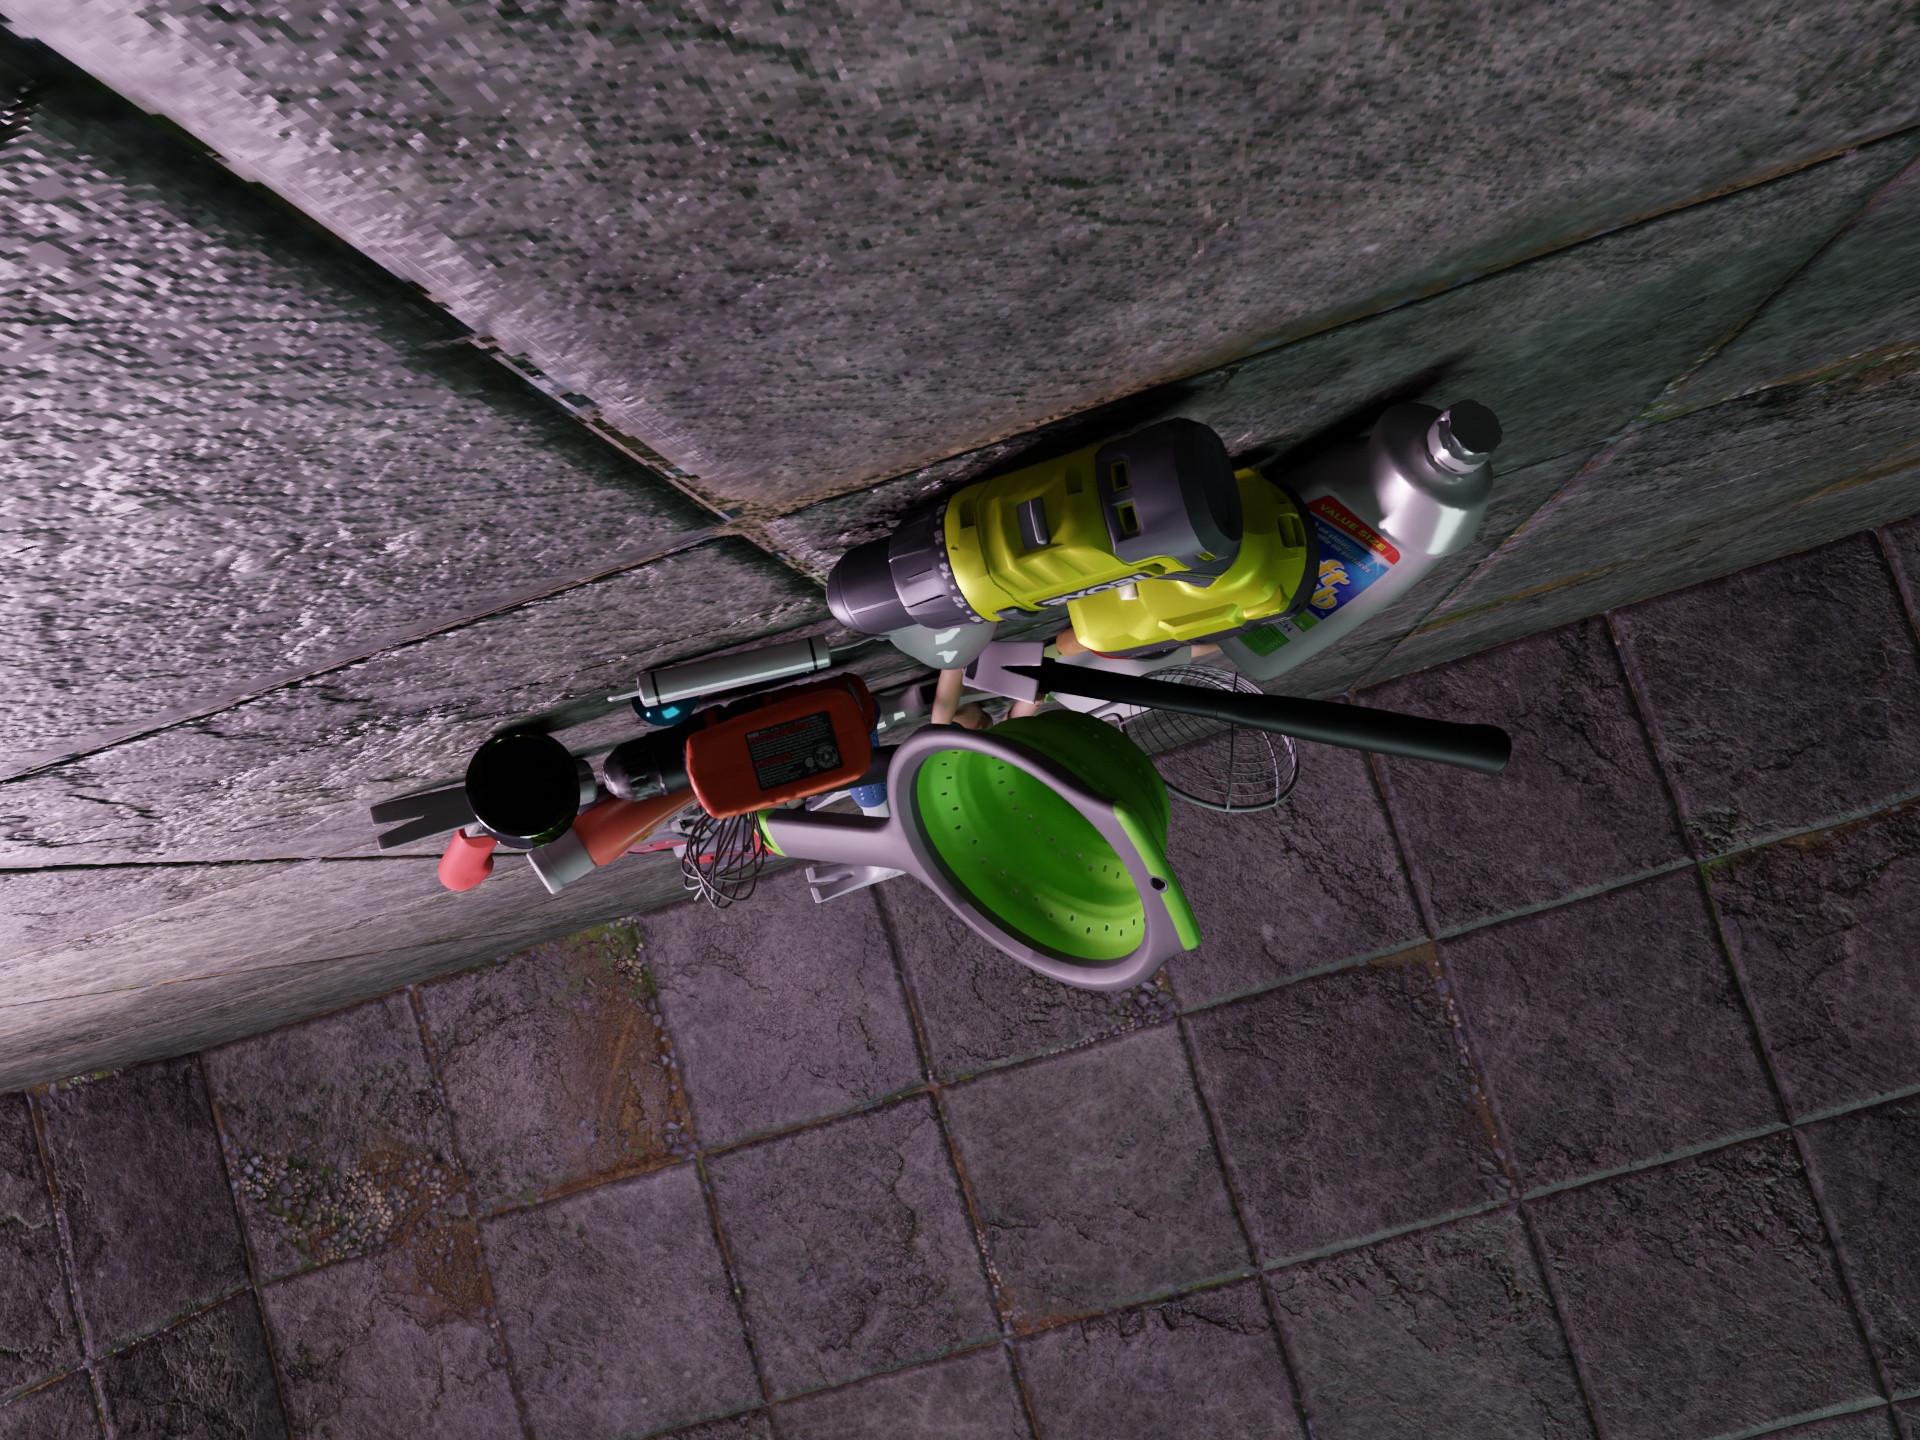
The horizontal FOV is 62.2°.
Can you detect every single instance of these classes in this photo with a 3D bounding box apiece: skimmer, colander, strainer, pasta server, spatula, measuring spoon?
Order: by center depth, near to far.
[{"bbox_3d":[-0.073,-0.039,0.908,0.258,0.050,0.087,-13,-176,-7],"label":"strainer"},{"bbox_3d":[-0.141,-0.016,0.988,0.128,0.021,0.042,-12,172,-30],"label":"measuring spoon"},{"bbox_3d":[0.006,0.060,1.037,0.397,0.204,0.094,1,-142,47],"label":"colander"},{"bbox_3d":[0.046,0.035,1.105,0.363,0.090,0.127,-12,-142,21],"label":"skimmer"},{"bbox_3d":[-0.002,-0.004,1.166,0.082,0.044,0.317,-49,171,-18],"label":"spatula"},{"bbox_3d":[0.046,0.010,1.346,0.060,0.040,0.316,-28,175,-9],"label":"pasta server"},{"bbox_3d":[0.118,-0.027,1.352,0.151,0.069,0.256,-15,172,-15],"label":"strainer"}]

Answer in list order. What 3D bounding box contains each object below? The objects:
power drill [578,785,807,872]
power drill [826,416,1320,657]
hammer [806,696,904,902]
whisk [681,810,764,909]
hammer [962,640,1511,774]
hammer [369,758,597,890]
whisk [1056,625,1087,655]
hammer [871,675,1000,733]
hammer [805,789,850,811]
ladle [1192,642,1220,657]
[{"bbox_3d":[-0.197,0.077,1.353,0.188,0.080,0.226,-12,171,11],"label":"power drill"},{"bbox_3d":[0.064,-0.077,0.766,0.190,0.080,0.228,-14,173,28],"label":"power drill"},{"bbox_3d":[-0.077,0.070,1.320,0.144,0.035,0.405,-19,160,-5],"label":"hammer"},{"bbox_3d":[-0.146,0.054,1.087,0.055,0.055,0.239,-19,-157,13],"label":"whisk"},{"bbox_3d":[0.170,-0.008,0.964,0.334,0.035,0.146,9,-178,-5],"label":"hammer"},{"bbox_3d":[-0.385,0.094,1.233,0.149,0.037,0.359,-14,173,-25],"label":"hammer"},{"bbox_3d":[0.133,-0.079,1.101,0.051,0.047,0.245,-1,171,-25],"label":"whisk"},{"bbox_3d":[0.001,-0.009,1.380,0.130,0.031,0.331,-17,174,4],"label":"hammer"},{"bbox_3d":[-0.243,0.090,1.580,0.149,0.036,0.408,-21,172,37],"label":"hammer"},{"bbox_3d":[0.214,-0.079,1.349,0.078,0.062,0.320,-15,180,-31],"label":"ladle"}]
